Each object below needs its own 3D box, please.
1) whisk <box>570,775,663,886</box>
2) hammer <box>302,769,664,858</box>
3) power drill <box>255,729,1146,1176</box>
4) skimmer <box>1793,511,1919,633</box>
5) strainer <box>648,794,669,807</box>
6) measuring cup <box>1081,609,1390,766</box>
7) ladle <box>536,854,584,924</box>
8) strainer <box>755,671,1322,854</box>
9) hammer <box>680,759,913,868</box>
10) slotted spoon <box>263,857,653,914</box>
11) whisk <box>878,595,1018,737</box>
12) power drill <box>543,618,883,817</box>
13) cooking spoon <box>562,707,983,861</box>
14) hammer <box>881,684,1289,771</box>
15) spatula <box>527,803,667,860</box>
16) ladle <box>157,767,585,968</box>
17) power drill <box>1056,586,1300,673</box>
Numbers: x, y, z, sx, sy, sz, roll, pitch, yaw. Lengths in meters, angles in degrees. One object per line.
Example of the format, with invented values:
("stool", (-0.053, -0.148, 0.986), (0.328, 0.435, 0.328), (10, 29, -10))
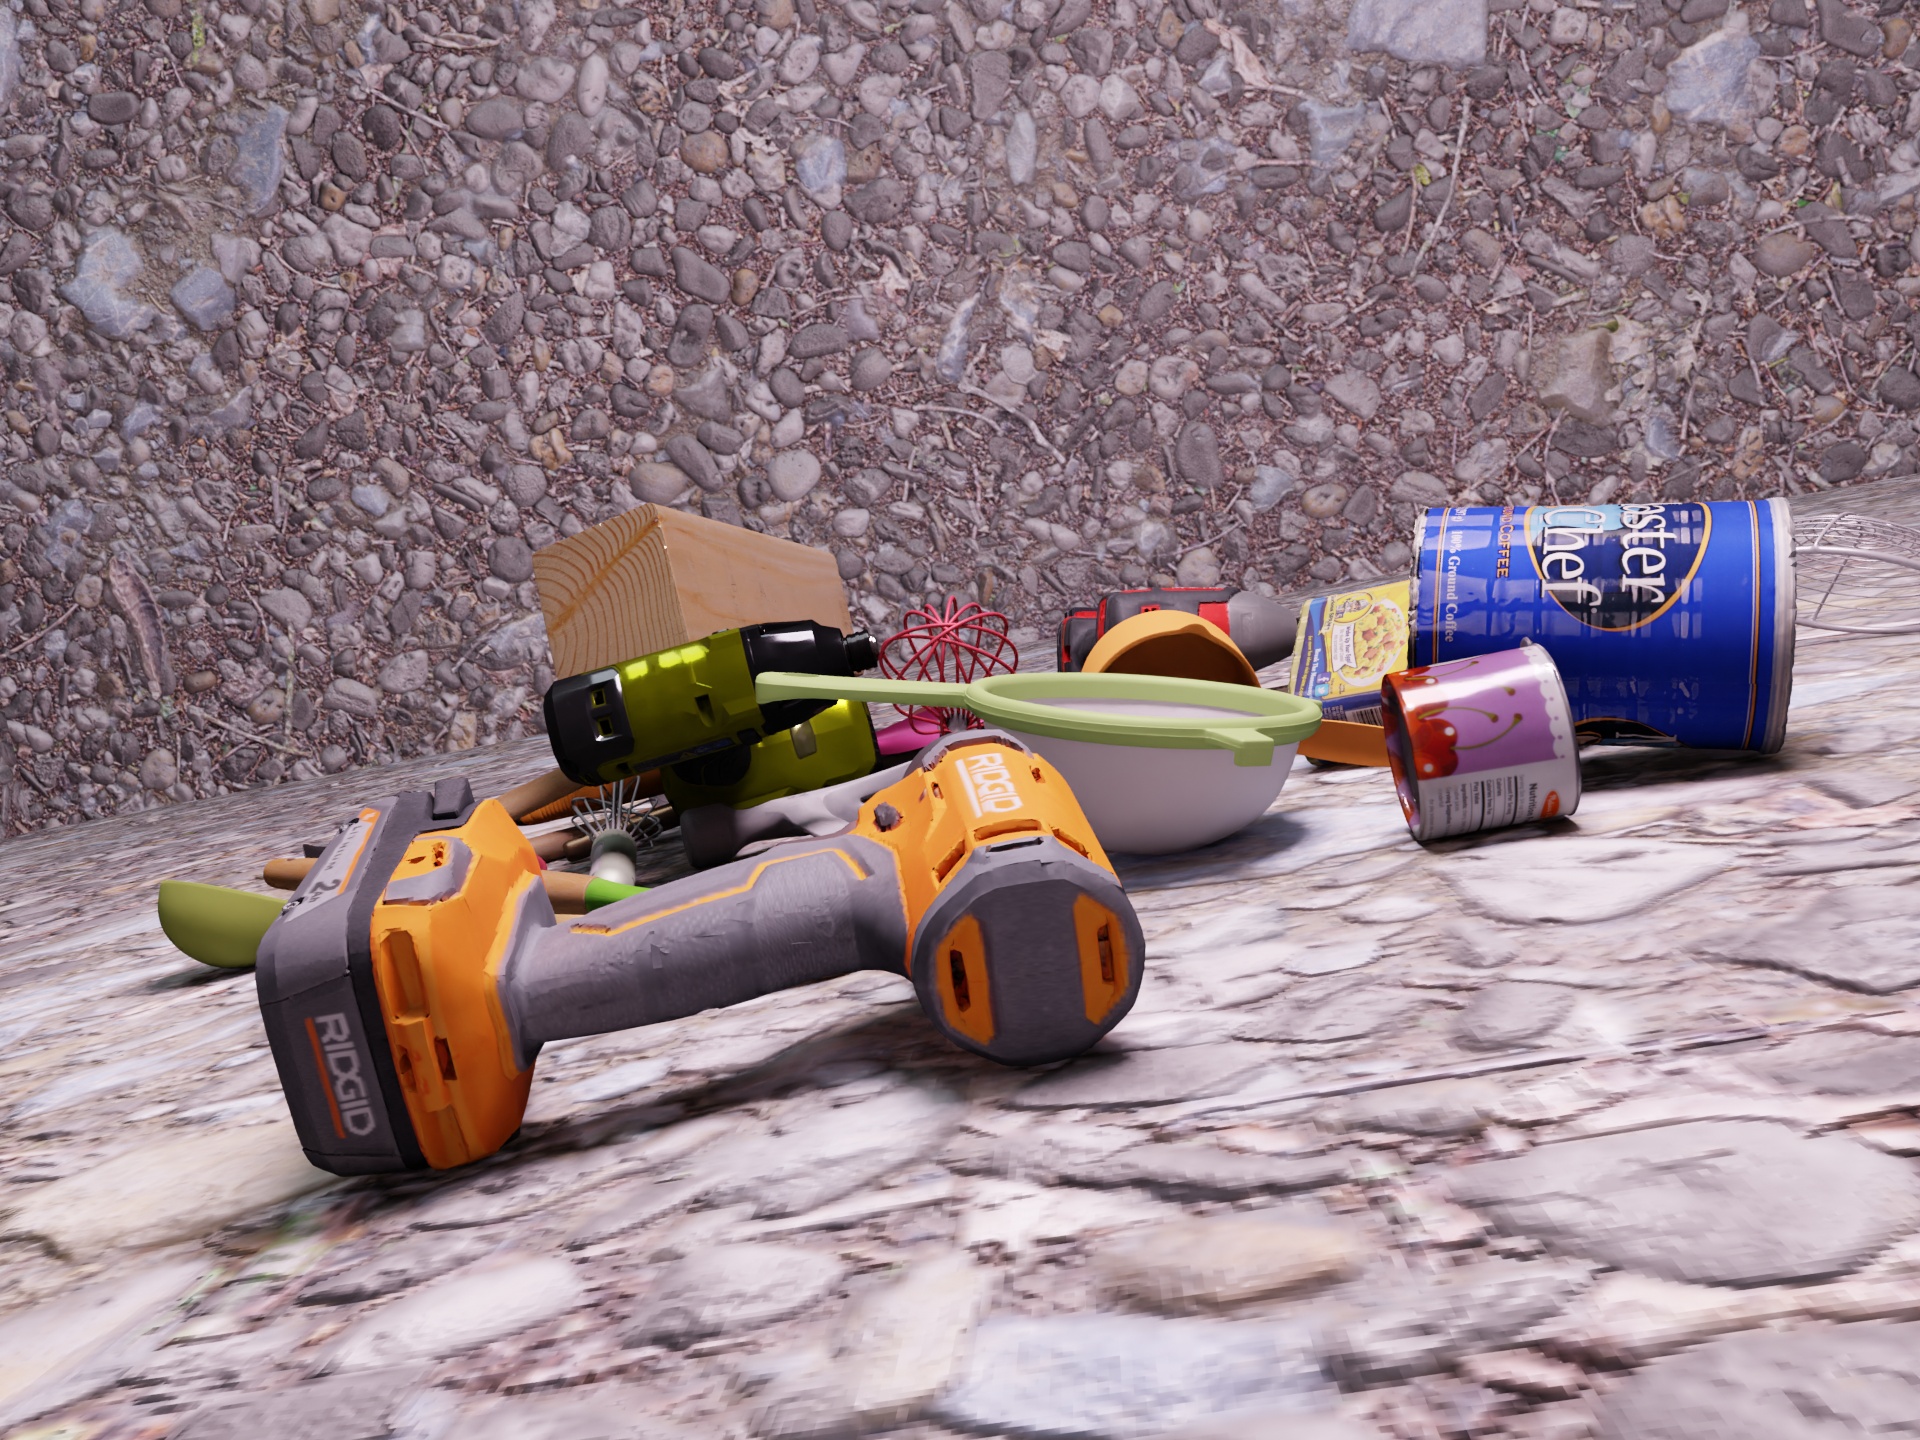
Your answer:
("whisk", (-0.197, 0.071, 0.900), (0.059, 0.058, 0.246), (19, 3, -13))
("hammer", (-0.263, 0.053, 1.058), (0.337, 0.034, 0.127), (-16, -2, 11))
("power drill", (-0.071, 0.054, 0.481), (0.226, 0.084, 0.164), (-9, 18, -4))
("skimmer", (0.378, -0.024, 0.801), (0.363, 0.090, 0.127), (-26, 14, -30))
("strainer", (-0.220, 0.009, 1.119), (0.050, 0.087, 0.258), (32, -7, 18))
("measuring cup", (0.142, -0.004, 0.787), (0.173, 0.095, 0.052), (8, 20, -7))
("ladle", (-0.204, 0.093, 0.772), (0.069, 0.031, 0.315), (-18, 10, -28))
("strainer", (0.026, 0.017, 0.696), (0.256, 0.069, 0.151), (4, 8, 20))
("hammer", (-0.033, 0.057, 0.736), (0.144, 0.035, 0.405), (-13, 5, -17))
("slotted spoon", (-0.171, 0.070, 0.652), (0.314, 0.031, 0.070), (1, 5, 26))
("whisk", (-0.001, -0.003, 0.894), (0.073, 0.073, 0.295), (-11, -15, -1))
("power drill", (-0.118, 0.003, 0.903), (0.171, 0.080, 0.223), (-16, -12, 1))
("cooking spoon", (-0.109, 0.033, 1.062), (0.319, 0.017, 0.069), (-20, 14, -12))
("hammer", (0.111, 0.006, 1.011), (0.411, 0.038, 0.146), (-9, 7, 29))
("spatula", (-0.222, 0.071, 1.107), (0.316, 0.018, 0.060), (-14, 5, -42))
("ladle", (-0.300, 0.055, 0.926), (0.320, 0.062, 0.078), (-29, 10, -36))
("power drill", (0.151, -0.053, 1.127), (0.143, 0.078, 0.219), (-1, -3, -8))
